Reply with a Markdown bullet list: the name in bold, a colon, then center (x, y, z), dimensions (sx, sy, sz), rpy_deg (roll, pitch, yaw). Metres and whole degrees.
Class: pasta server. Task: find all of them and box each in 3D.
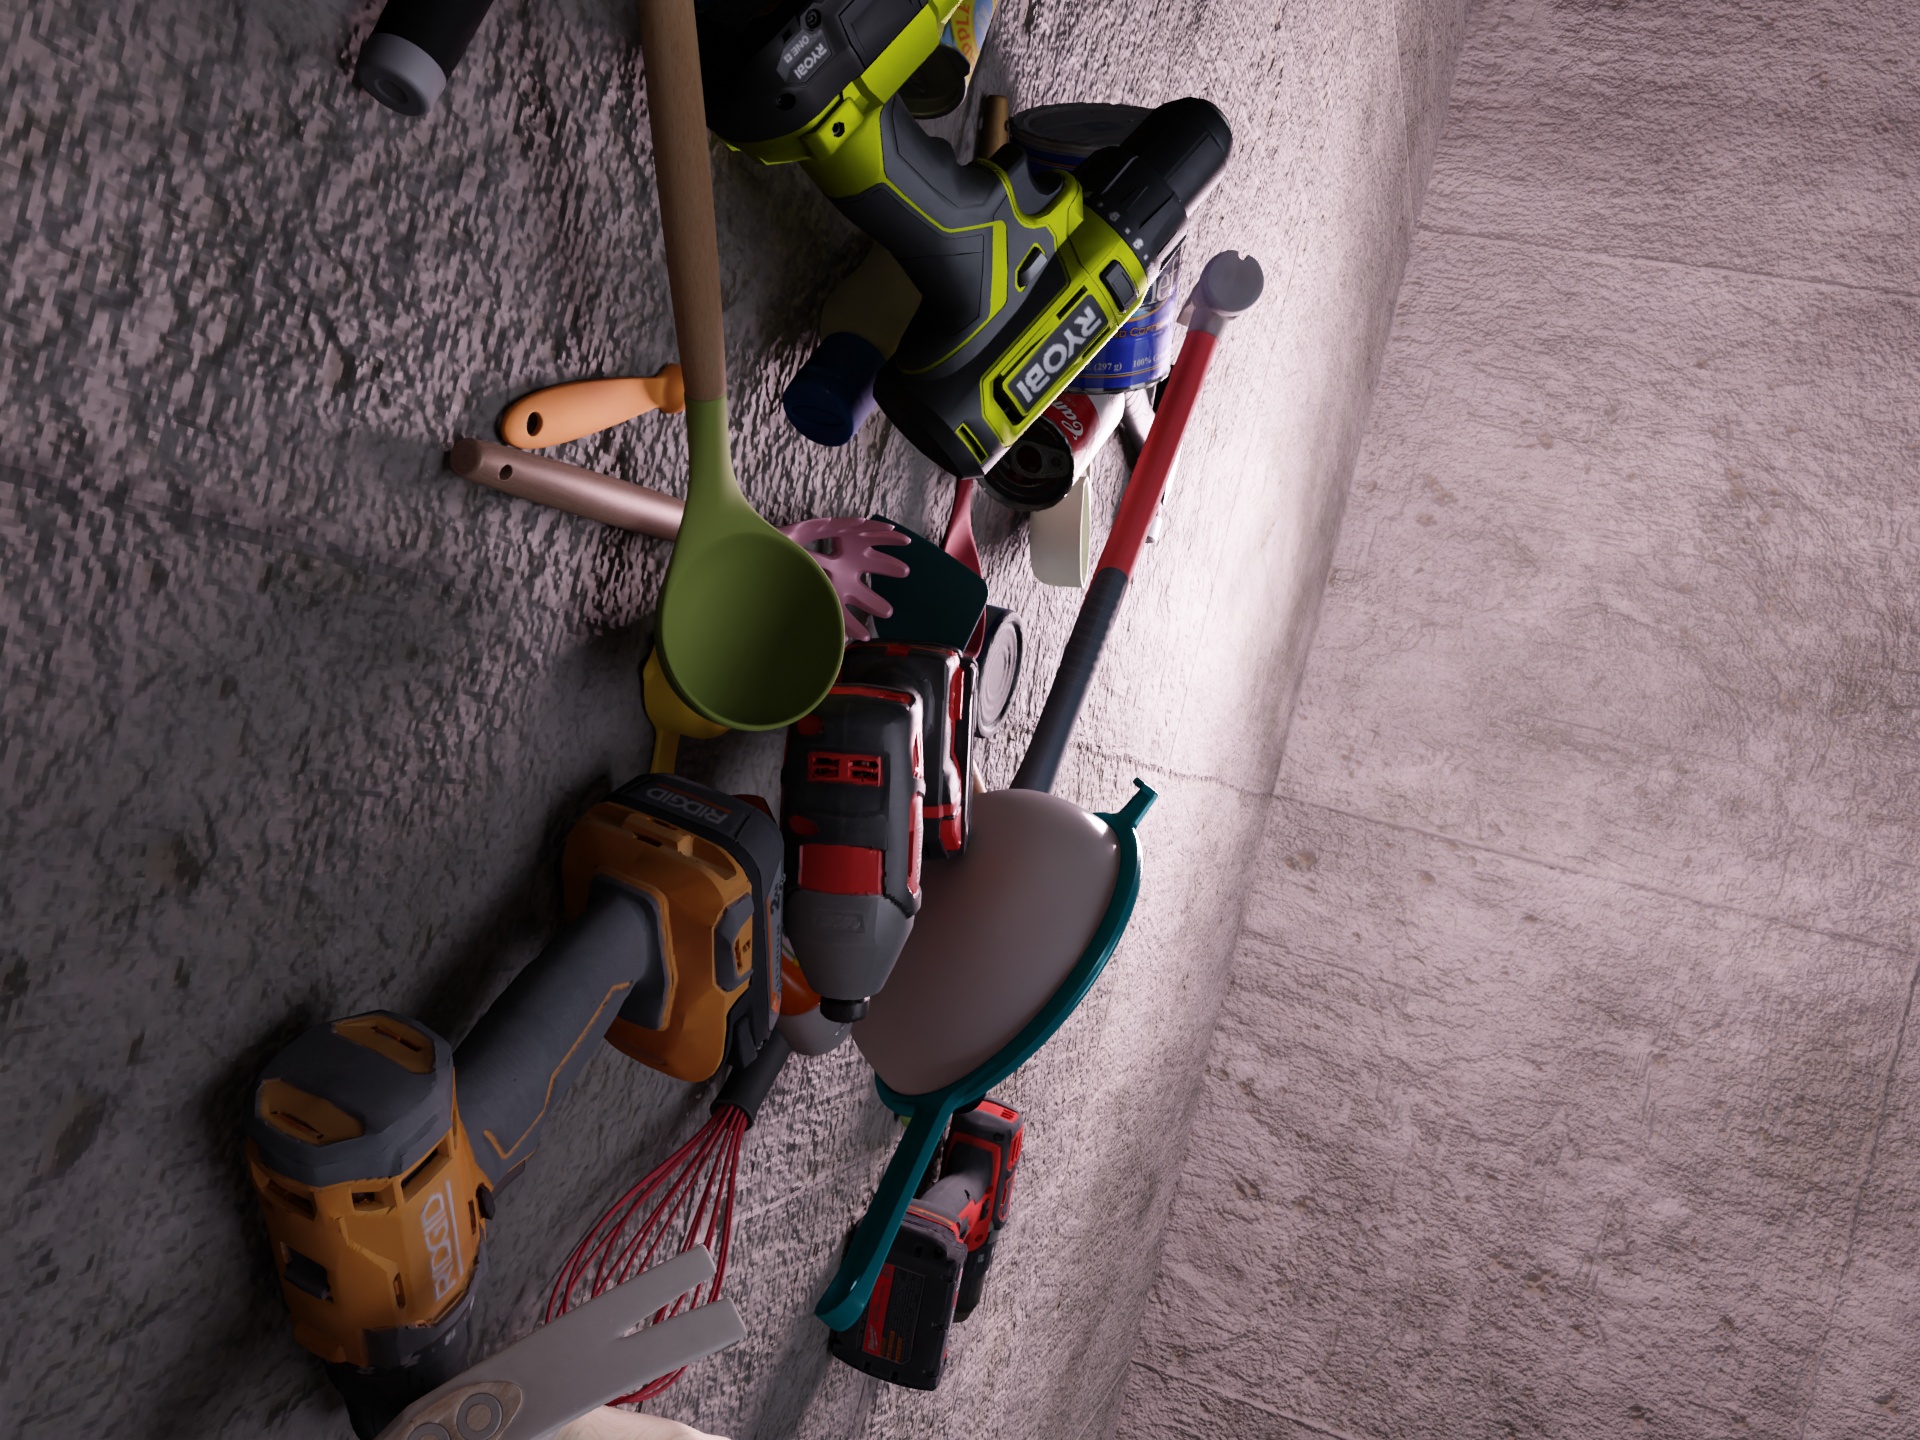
- **pasta server**: center (-0.099, -0.076, 0.652), dimensions (0.060, 0.040, 0.316), rpy_deg (-67, 161, 6)

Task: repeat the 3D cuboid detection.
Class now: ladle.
- **ladle**: center (-0.081, -0.130, 0.535), dimensions (0.078, 0.062, 0.319), rpy_deg (-29, 138, -30)
- **ladle**: center (0.007, -0.186, 0.901), dimensions (0.069, 0.031, 0.315), rpy_deg (-42, 140, -63)

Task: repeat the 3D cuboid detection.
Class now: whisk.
- **whisk**: center (-0.120, 0.208, 0.777), dimensions (0.296, 0.073, 0.073), rpy_deg (-64, 159, -51)

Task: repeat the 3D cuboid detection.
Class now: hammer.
- **hammer**: center (0.131, -0.238, 1.188), dimensions (0.334, 0.035, 0.146), rpy_deg (24, 81, -75)
- **hammer**: center (0.101, -0.103, 1.028), dimensions (0.143, 0.038, 0.386), rpy_deg (-153, -96, -89)
- **hammer**: center (-0.129, 0.296, 0.654), dimensions (0.146, 0.038, 0.410), rpy_deg (-28, 155, -11)

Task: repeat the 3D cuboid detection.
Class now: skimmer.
- **skimmer**: center (-0.069, -0.330, 0.466), dimensions (0.127, 0.090, 0.363), rpy_deg (42, 63, -51)

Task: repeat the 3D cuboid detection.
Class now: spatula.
- **spatula**: center (-0.002, -0.003, 0.945), dimensions (0.044, 0.082, 0.317), rpy_deg (-49, 154, -15)

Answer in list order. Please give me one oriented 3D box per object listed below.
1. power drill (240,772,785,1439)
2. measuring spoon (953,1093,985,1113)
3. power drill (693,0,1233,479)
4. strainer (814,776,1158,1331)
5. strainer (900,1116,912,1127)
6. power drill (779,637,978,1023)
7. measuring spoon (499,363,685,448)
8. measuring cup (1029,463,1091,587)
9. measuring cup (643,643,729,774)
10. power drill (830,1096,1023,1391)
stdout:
- **power drill**: center (-0.155, 0.145, 0.589), dimensions (0.226, 0.084, 0.185), rpy_deg (-46, 149, -50)
- **measuring spoon**: center (-0.013, 0.306, 1.192), dimensions (0.042, 0.021, 0.128), rpy_deg (-48, 175, 36)
- **power drill**: center (0.009, -0.228, 0.625), dimensions (0.190, 0.080, 0.228), rpy_deg (-48, 140, -2)
- **strainer**: center (-0.026, 0.151, 0.855), dimensions (0.211, 0.095, 0.341), rpy_deg (-32, -159, 43)
- **strainer**: center (0.038, 0.216, 1.217), dimensions (0.256, 0.069, 0.151), rpy_deg (-8, 111, -69)
- **power drill**: center (-0.040, 0.041, 0.742), dimensions (0.220, 0.078, 0.143), rpy_deg (-69, 162, -77)
- **measuring spoon**: center (-0.128, -0.114, 0.579), dimensions (0.117, 0.011, 0.021), rpy_deg (-39, 140, -61)
- **measuring cup**: center (0.072, -0.162, 1.114), dimensions (0.083, 0.038, 0.168), rpy_deg (83, 11, -47)
- **measuring cup**: center (-0.118, 0.028, 0.685), dimensions (0.062, 0.029, 0.156), rpy_deg (-14, 118, -69)
- **power drill**: center (-0.017, 0.407, 1.195), dimensions (0.226, 0.080, 0.188), rpy_deg (-29, 131, -70)
